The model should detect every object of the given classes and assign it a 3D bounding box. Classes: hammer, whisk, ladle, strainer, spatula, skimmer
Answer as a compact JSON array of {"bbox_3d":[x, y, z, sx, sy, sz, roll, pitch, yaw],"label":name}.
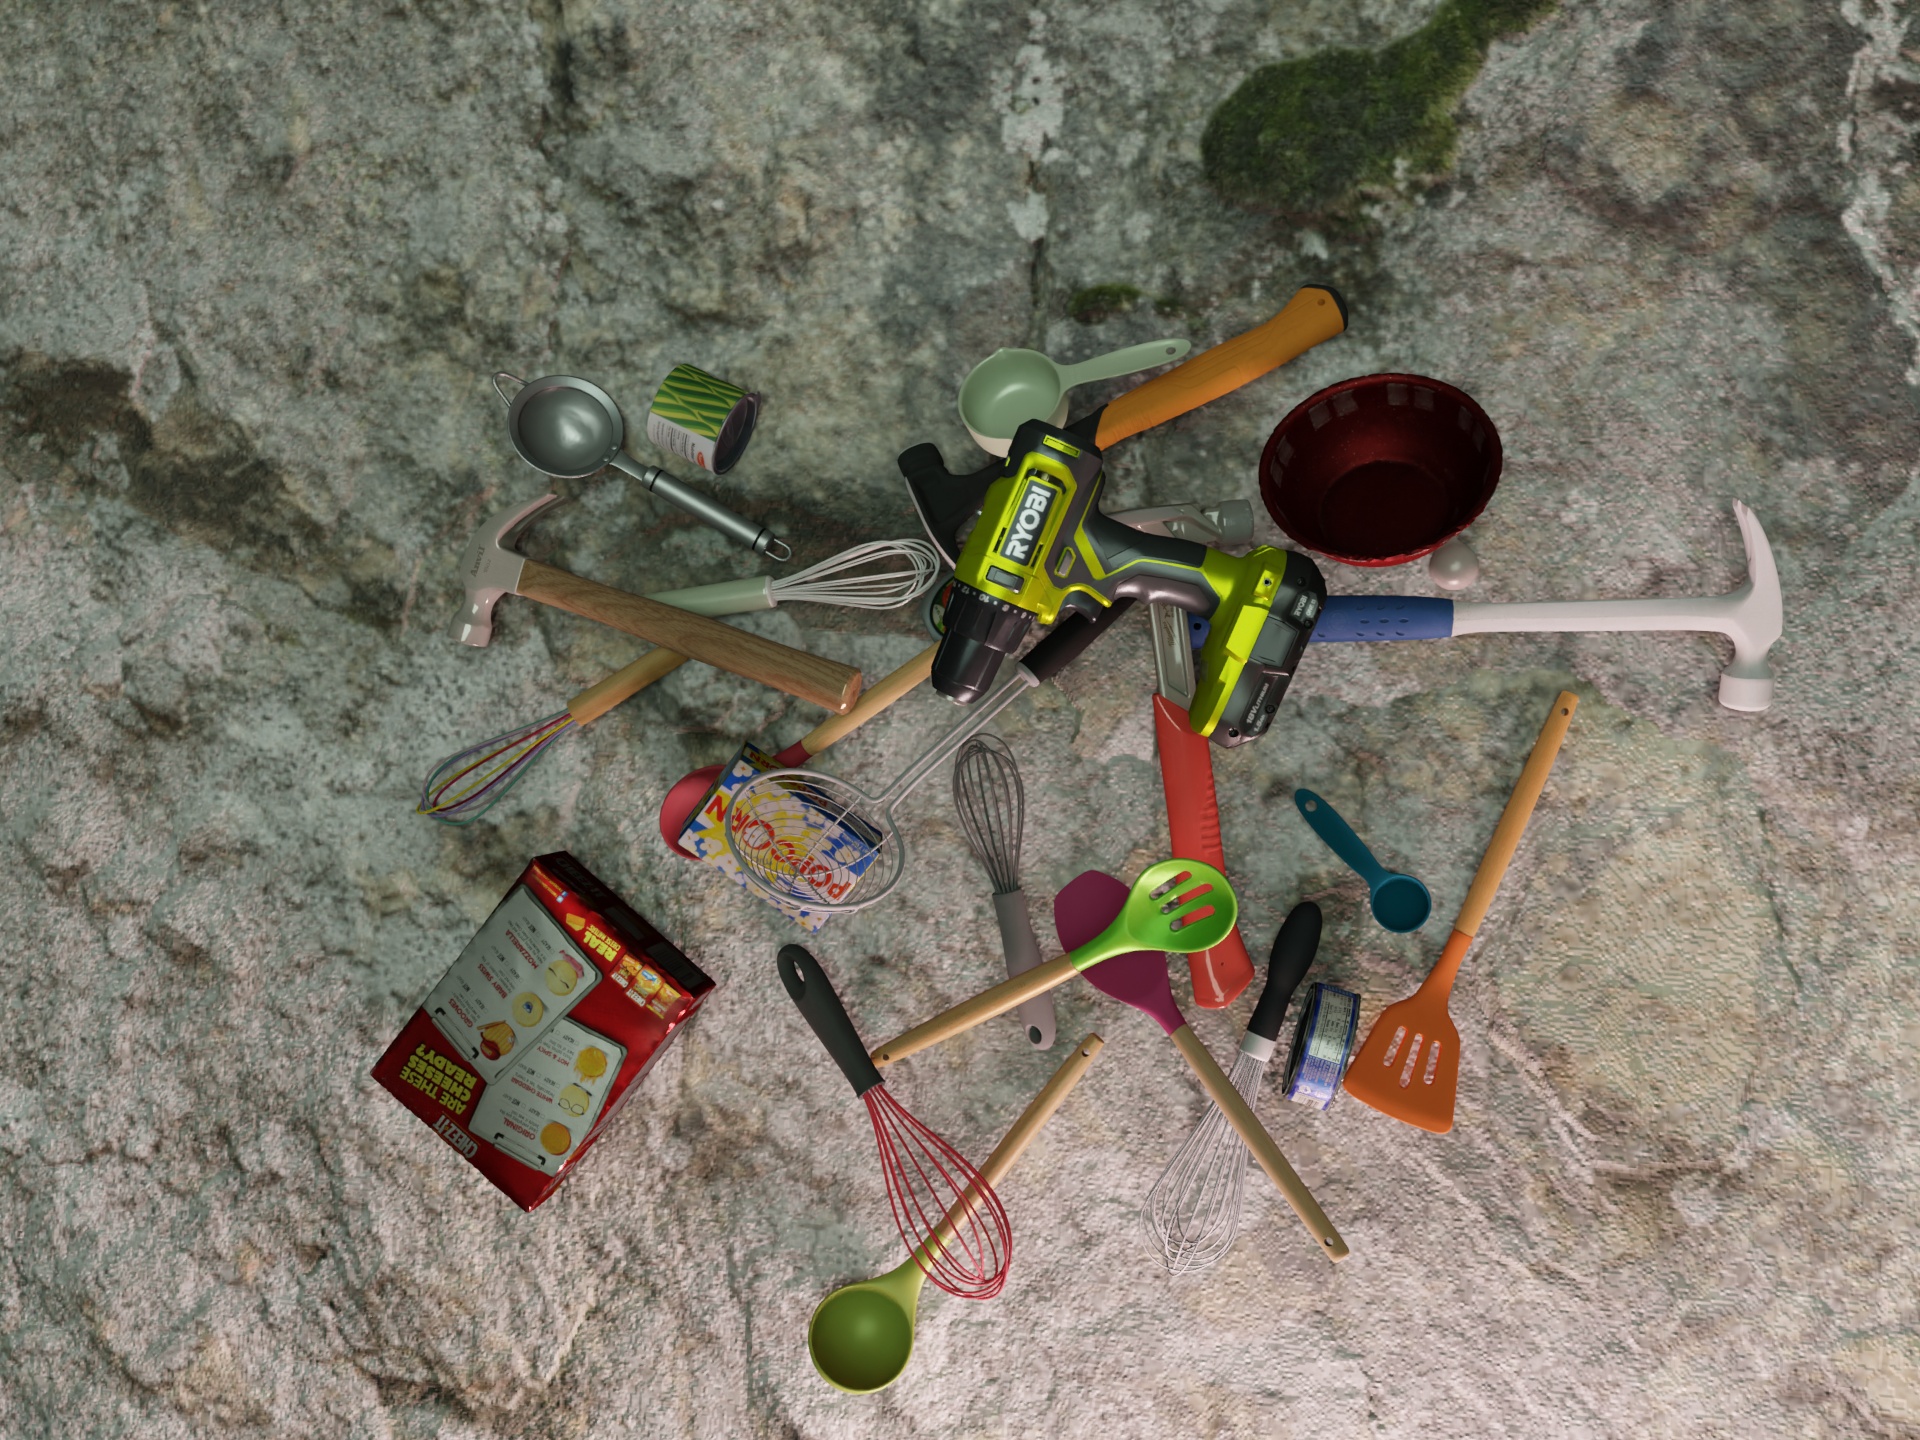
[{"bbox_3d":[0.150,0.029,1.122,0.149,0.037,0.359,-8,99,-1],"label":"hammer"},{"bbox_3d":[0.125,-0.215,1.142,0.337,0.034,0.127,-27,62,4],"label":"hammer"},{"bbox_3d":[-0.226,-0.075,1.180,0.331,0.031,0.130,19,97,15],"label":"hammer"},{"bbox_3d":[0.355,-0.078,1.112,0.405,0.035,0.144,0,109,11],"label":"hammer"},{"bbox_3d":[0.037,0.126,1.169,0.055,0.055,0.239,-12,93,8],"label":"whisk"},{"bbox_3d":[-0.094,0.005,1.172,0.315,0.031,0.069,-34,100,16],"label":"ladle"},{"bbox_3d":[0.202,0.263,1.140,0.070,0.070,0.284,21,89,7],"label":"whisk"},{"bbox_3d":[-0.053,0.284,1.154,0.073,0.073,0.296,-38,69,7],"label":"whisk"},{"bbox_3d":[-0.134,-0.099,1.193,0.246,0.057,0.059,-8,54,11],"label":"whisk"},{"bbox_3d":[-0.241,-0.186,1.207,0.258,0.050,0.087,30,66,1],"label":"strainer"},{"bbox_3d":[0.002,0.359,1.170,0.078,0.062,0.320,38,93,12],"label":"ladle"},{"bbox_3d":[0.367,0.129,1.122,0.081,0.041,0.322,23,93,8],"label":"spatula"},{"bbox_3d":[-0.002,-0.004,1.110,0.363,0.090,0.127,-41,67,-8],"label":"skimmer"},{"bbox_3d":[-0.313,0.009,1.219,0.245,0.047,0.051,-31,85,4],"label":"whisk"}]

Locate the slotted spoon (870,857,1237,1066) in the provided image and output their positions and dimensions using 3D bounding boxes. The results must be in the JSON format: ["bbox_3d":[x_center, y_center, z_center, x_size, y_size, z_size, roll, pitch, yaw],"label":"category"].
[{"bbox_3d":[0.060,0.181,1.136,0.314,0.031,0.070,-30,94,22],"label":"slotted spoon"}]

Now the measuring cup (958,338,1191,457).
[{"bbox_3d":[0.083,-0.233,1.124,0.167,0.038,0.083,-14,63,9],"label":"measuring cup"}]

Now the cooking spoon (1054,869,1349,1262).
[{"bbox_3d":[0.169,0.240,1.121,0.069,0.017,0.319,-39,67,7],"label":"cooking spoon"}]

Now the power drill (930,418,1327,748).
[{"bbox_3d":[0.105,-0.070,1.050,0.228,0.080,0.190,23,97,-3],"label":"power drill"}]

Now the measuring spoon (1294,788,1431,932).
[{"bbox_3d":[0.288,0.099,1.148,0.042,0.021,0.129,-42,76,7],"label":"measuring spoon"}]

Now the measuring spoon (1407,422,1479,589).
[{"bbox_3d":[0.341,-0.154,1.133,0.034,0.018,0.124,-15,88,8],"label":"measuring spoon"}]
